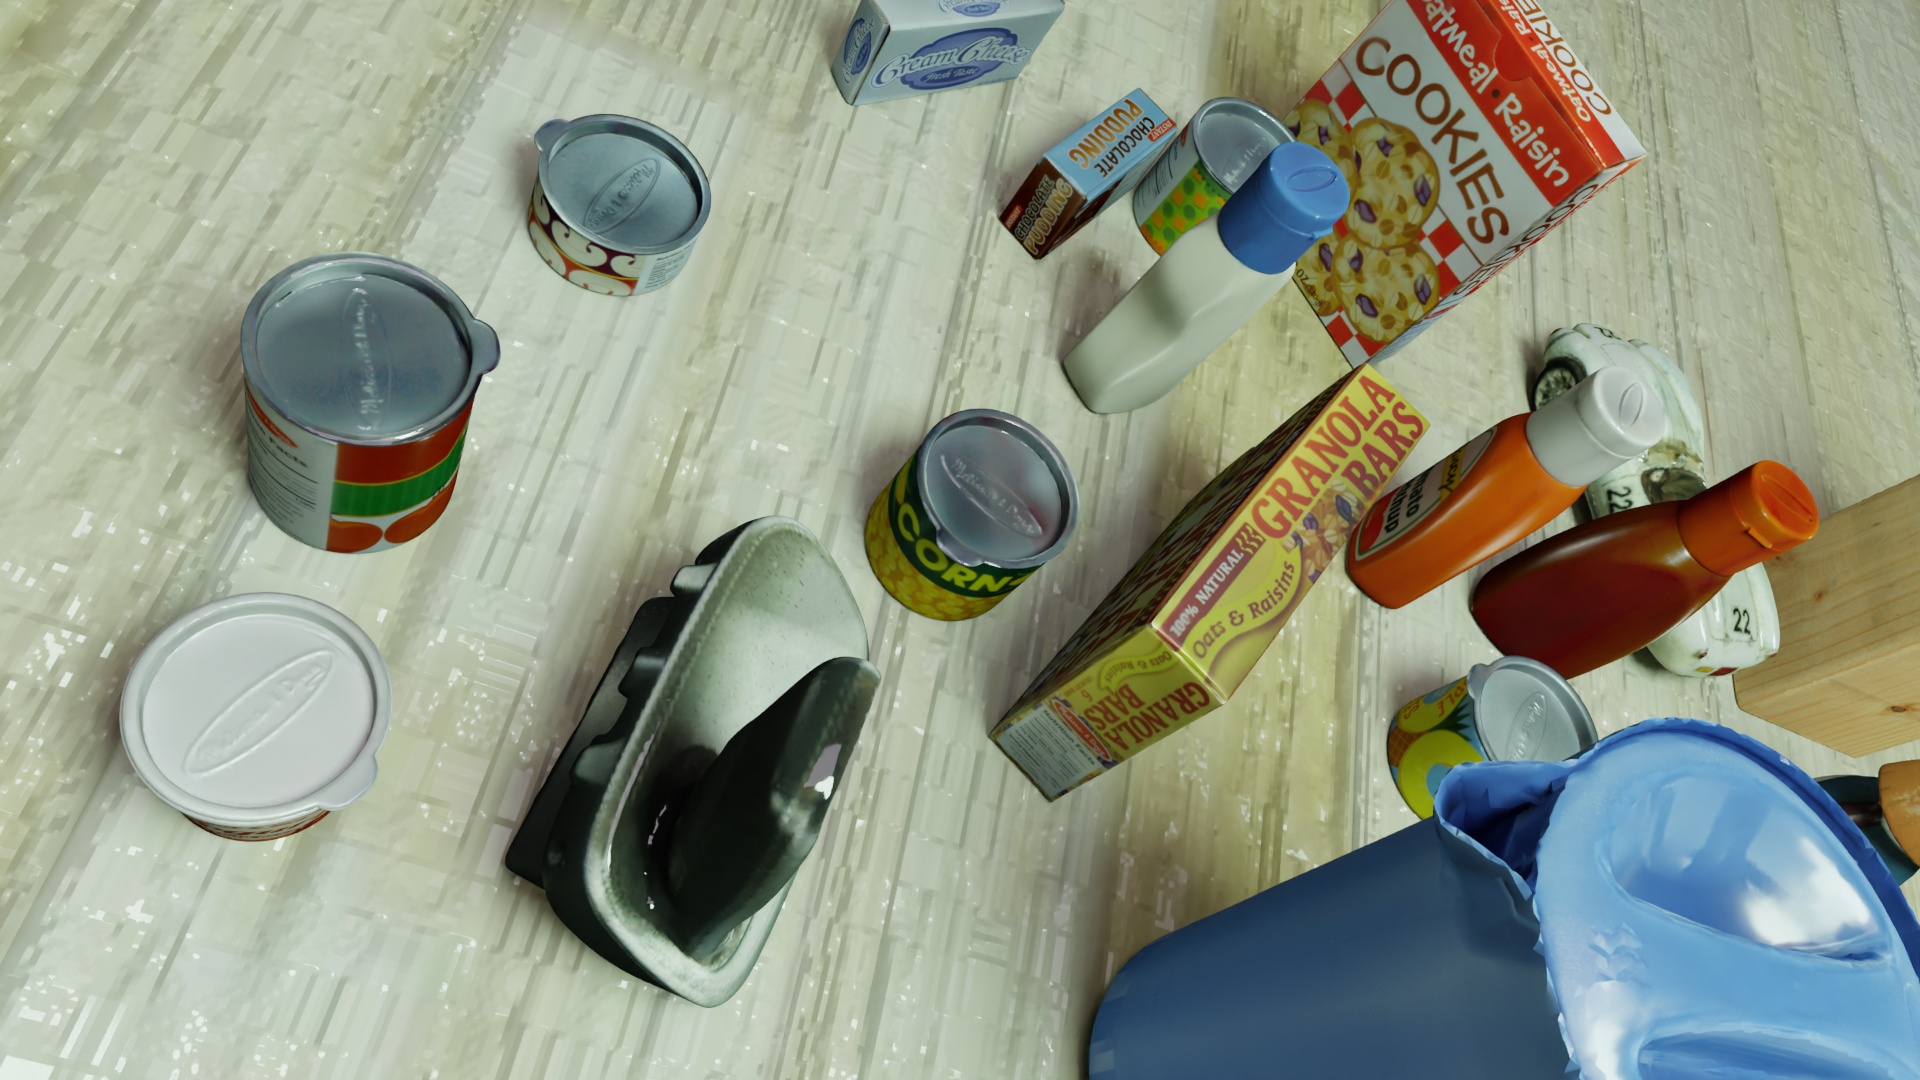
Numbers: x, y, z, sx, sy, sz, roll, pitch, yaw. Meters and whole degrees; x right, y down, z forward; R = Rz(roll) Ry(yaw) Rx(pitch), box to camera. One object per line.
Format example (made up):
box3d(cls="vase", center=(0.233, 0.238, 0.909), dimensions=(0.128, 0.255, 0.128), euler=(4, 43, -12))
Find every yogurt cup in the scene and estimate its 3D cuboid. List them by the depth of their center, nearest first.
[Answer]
box3d(cls="yogurt cup", center=(-0.204, 0.055, 0.406), dimensions=(0.072, 0.053, 0.072), euler=(11, 61, -21))

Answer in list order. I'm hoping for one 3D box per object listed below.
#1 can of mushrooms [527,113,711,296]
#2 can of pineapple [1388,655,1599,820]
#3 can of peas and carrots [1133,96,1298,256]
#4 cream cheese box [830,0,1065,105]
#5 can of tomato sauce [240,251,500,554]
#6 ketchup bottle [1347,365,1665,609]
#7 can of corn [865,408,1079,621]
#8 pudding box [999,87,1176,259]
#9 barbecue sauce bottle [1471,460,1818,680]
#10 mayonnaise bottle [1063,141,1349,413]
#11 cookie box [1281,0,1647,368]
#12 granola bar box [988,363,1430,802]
box3d(cls="can of mushrooms", center=(-0.136, -0.133, 0.546), dimensions=(0.071, 0.033, 0.071), euler=(11, 61, -21))
box3d(cls="can of pineapple", center=(0.227, 0.088, 0.597), dimensions=(0.071, 0.057, 0.071), euler=(11, 61, -21))
box3d(cls="can of peas and carrots", center=(0.129, -0.170, 0.679), dimensions=(0.071, 0.058, 0.071), euler=(11, 61, -21))
box3d(cls="cream cheese box", center=(-0.006, -0.235, 0.649), dimensions=(0.104, 0.053, 0.024), euler=(-20, 76, -32))
box3d(cls="can of tomato sauce", center=(-0.190, -0.042, 0.444), dimensions=(0.071, 0.082, 0.071), euler=(11, 61, -21))
box3d(cls="ketchup bottle", center=(0.232, -0.023, 0.600), dimensions=(0.043, 0.148, 0.065), euler=(39, 55, -4))
box3d(cls="can of corn", center=(0.002, -0.007, 0.535), dimensions=(0.071, 0.058, 0.071), euler=(11, 61, -21))
box3d(cls="pudding box", center=(0.061, -0.173, 0.653), dimensions=(0.030, 0.049, 0.084), euler=(46, 55, 1))
box3d(cls="barbecue sauce bottle", center=(0.301, 0.013, 0.615), dimensions=(0.065, 0.148, 0.044), euler=(40, 55, -3))
box3d(cls="mayonnaise bottle", center=(0.102, -0.106, 0.579), dimensions=(0.065, 0.147, 0.041), euler=(-23, 77, -33))
box3d(cls="cookie box", center=(0.216, -0.176, 0.658), dimensions=(0.040, 0.166, 0.123), euler=(-23, 77, -33))
box3d(cls="granola bar box", center=(0.094, 0.015, 0.529), dimensions=(0.039, 0.123, 0.166), euler=(45, 55, 0))
